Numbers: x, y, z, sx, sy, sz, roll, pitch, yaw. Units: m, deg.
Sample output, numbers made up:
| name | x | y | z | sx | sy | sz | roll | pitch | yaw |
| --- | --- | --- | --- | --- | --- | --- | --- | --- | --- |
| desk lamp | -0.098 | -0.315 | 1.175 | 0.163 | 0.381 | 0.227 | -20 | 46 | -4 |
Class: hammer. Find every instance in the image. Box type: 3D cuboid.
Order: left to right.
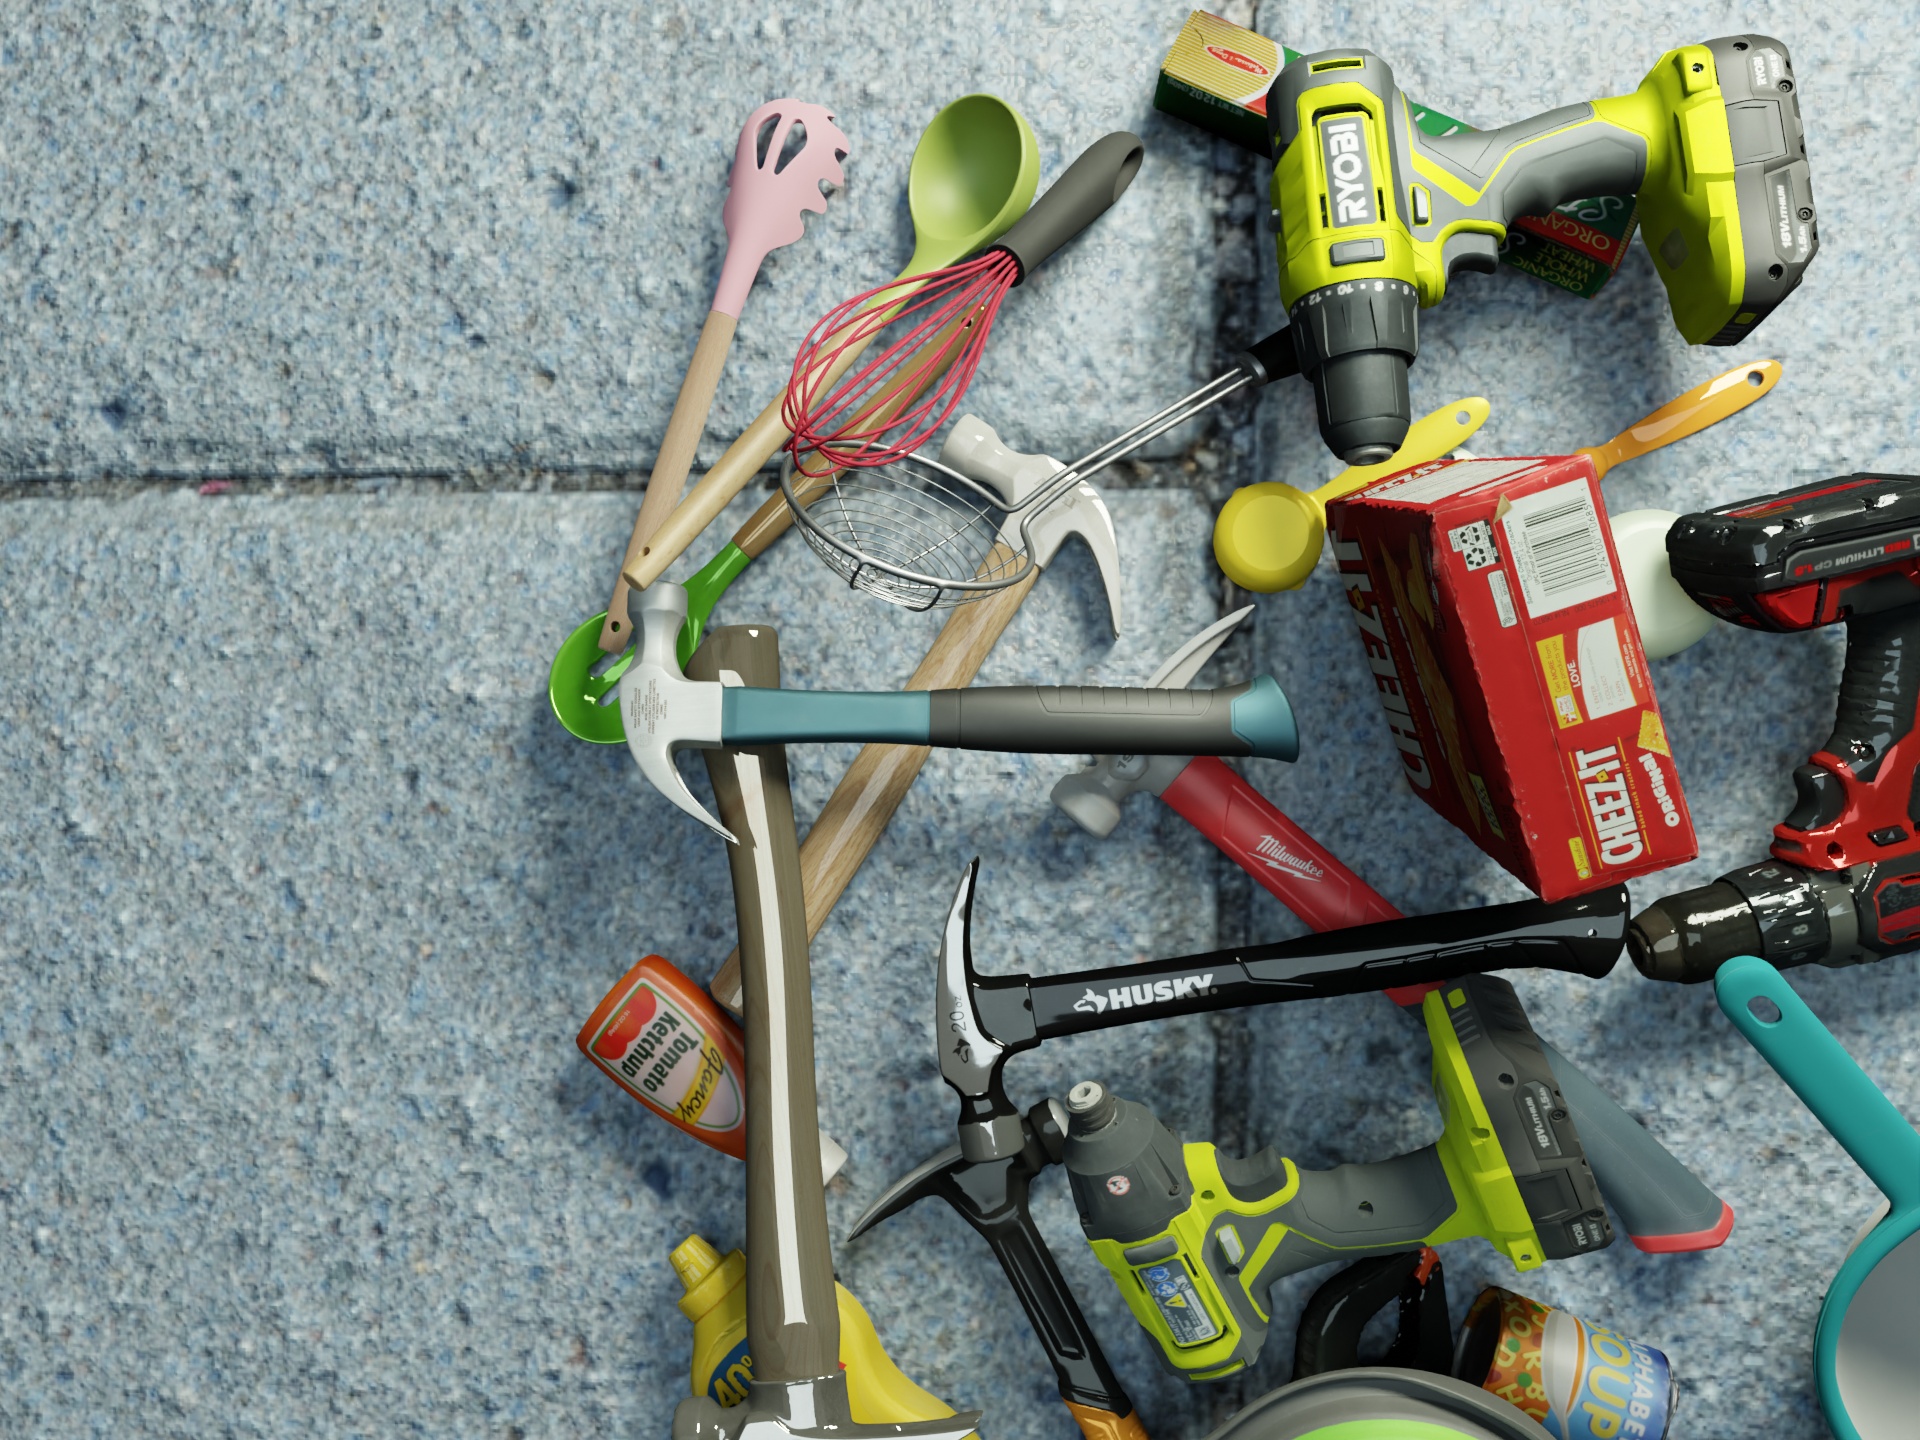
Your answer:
| name | x | y | z | sx | sy | sz | roll | pitch | yaw |
| --- | --- | --- | --- | --- | --- | --- | --- | --- | --- |
| hammer | -0.081 | 0.153 | 0.786 | 0.146 | 0.038 | 0.411 | -6 | 80 | 4 |
| hammer | -0.028 | 0.012 | 0.831 | 0.130 | 0.031 | 0.331 | 32 | 92 | 6 |
| hammer | -0.001 | -0.002 | 0.778 | 0.331 | 0.033 | 0.128 | 1 | 79 | 1 |
| hammer | 0.072 | 0.369 | 0.807 | 0.127 | 0.034 | 0.337 | -29 | 86 | 3 |
| hammer | 0.151 | 0.116 | 0.768 | 0.335 | 0.035 | 0.146 | -10 | 90 | 7 |
| hammer | 0.235 | 0.112 | 0.798 | 0.386 | 0.038 | 0.143 | 41 | 91 | 6 |

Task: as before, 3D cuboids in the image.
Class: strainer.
| name | x | y | z | sx | sy | sz | roll | pitch | yaw |
| --- | --- | --- | --- | --- | --- | --- | --- | --- | --- |
| strainer | 0.457 | 0.225 | 0.727 | 0.211 | 0.095 | 0.340 | -41 | 91 | 24 |

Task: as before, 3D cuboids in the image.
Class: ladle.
| name | x | y | z | sx | sy | sz | roll | pitch | yaw |
| --- | --- | --- | --- | --- | --- | --- | --- | --- | --- |
| ladle | -0.064 | -0.189 | 0.776 | 0.078 | 0.062 | 0.320 | 19 | 63 | 39 |

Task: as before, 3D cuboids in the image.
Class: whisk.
| name | x | y | z | sx | sy | sz | roll | pitch | yaw |
| --- | --- | --- | --- | --- | --- | --- | --- | --- | --- |
| whisk | 0.011 | -0.208 | 0.760 | 0.073 | 0.073 | 0.296 | 37 | 57 | 6 |

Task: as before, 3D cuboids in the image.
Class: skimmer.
| name | x | y | z | sx | sy | sz | roll | pitch | yaw |
| --- | --- | --- | --- | --- | --- | --- | --- | --- | --- |
| skimmer | 0.088 | -0.163 | 0.774 | 0.363 | 0.090 | 0.127 | -30 | 50 | -6 |

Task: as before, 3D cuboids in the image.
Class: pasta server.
| name | x | y | z | sx | sy | sz | roll | pitch | yaw |
| --- | --- | --- | --- | --- | --- | --- | --- | --- | --- |
| pasta server | -0.132 | -0.185 | 0.838 | 0.060 | 0.040 | 0.316 | 18 | 88 | 6 |

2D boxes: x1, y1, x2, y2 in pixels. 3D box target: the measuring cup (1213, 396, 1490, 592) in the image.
| name | x | y | z | sx | sy | sz | roll | pitch | yaw |
| --- | --- | --- | --- | --- | --- | --- | --- | --- | --- |
| measuring cup | 0.200 | -0.120 | 0.807 | 0.156 | 0.029 | 0.062 | -32 | 85 | 10 |

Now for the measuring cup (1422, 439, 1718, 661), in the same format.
| name | x | y | z | sx | sy | sz | roll | pitch | yaw |
| --- | --- | --- | --- | --- | --- | --- | --- | --- | --- |
| measuring cup | 0.306 | -0.094 | 0.797 | 0.167 | 0.038 | 0.083 | 35 | 92 | 5 |

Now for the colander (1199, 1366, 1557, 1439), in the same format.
| name | x | y | z | sx | sy | sz | roll | pitch | yaw |
| --- | --- | --- | --- | --- | --- | --- | --- | --- | --- |
| colander | 0.276 | 0.401 | 0.701 | 0.397 | 0.094 | 0.204 | -3 | 102 | 7 |

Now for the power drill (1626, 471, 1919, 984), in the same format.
| name | x | y | z | sx | sy | sz | roll | pitch | yaw |
| --- | --- | --- | --- | --- | --- | --- | --- | --- | --- |
| power drill | 0.394 | 0.011 | 0.746 | 0.188 | 0.080 | 0.226 | -14 | 101 | -1 |

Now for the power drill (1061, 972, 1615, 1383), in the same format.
| name | x | y | z | sx | sy | sz | roll | pitch | yaw |
| --- | --- | --- | --- | --- | --- | --- | --- | --- | --- |
| power drill | 0.167 | 0.208 | 0.735 | 0.223 | 0.080 | 0.171 | -22 | 114 | 12 |

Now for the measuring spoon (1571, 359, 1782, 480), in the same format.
| name | x | y | z | sx | sy | sz | roll | pitch | yaw |
| --- | --- | --- | --- | --- | --- | --- | --- | --- | --- |
| measuring spoon | 0.364 | -0.153 | 0.807 | 0.117 | 0.011 | 0.021 | -28 | 86 | 4 |

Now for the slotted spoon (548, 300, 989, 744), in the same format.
| name | x | y | z | sx | sy | sz | roll | pitch | yaw |
| --- | --- | --- | --- | --- | --- | --- | --- | --- | --- |
| slotted spoon | -0.096 | -0.107 | 0.845 | 0.314 | 0.031 | 0.070 | -45 | 85 | 1 |

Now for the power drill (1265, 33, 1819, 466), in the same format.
| name | x | y | z | sx | sy | sz | roll | pitch | yaw |
| --- | --- | --- | --- | --- | --- | --- | --- | --- | --- |
| power drill | 0.262 | -0.222 | 0.741 | 0.228 | 0.080 | 0.191 | -5 | 82 | 6 |
